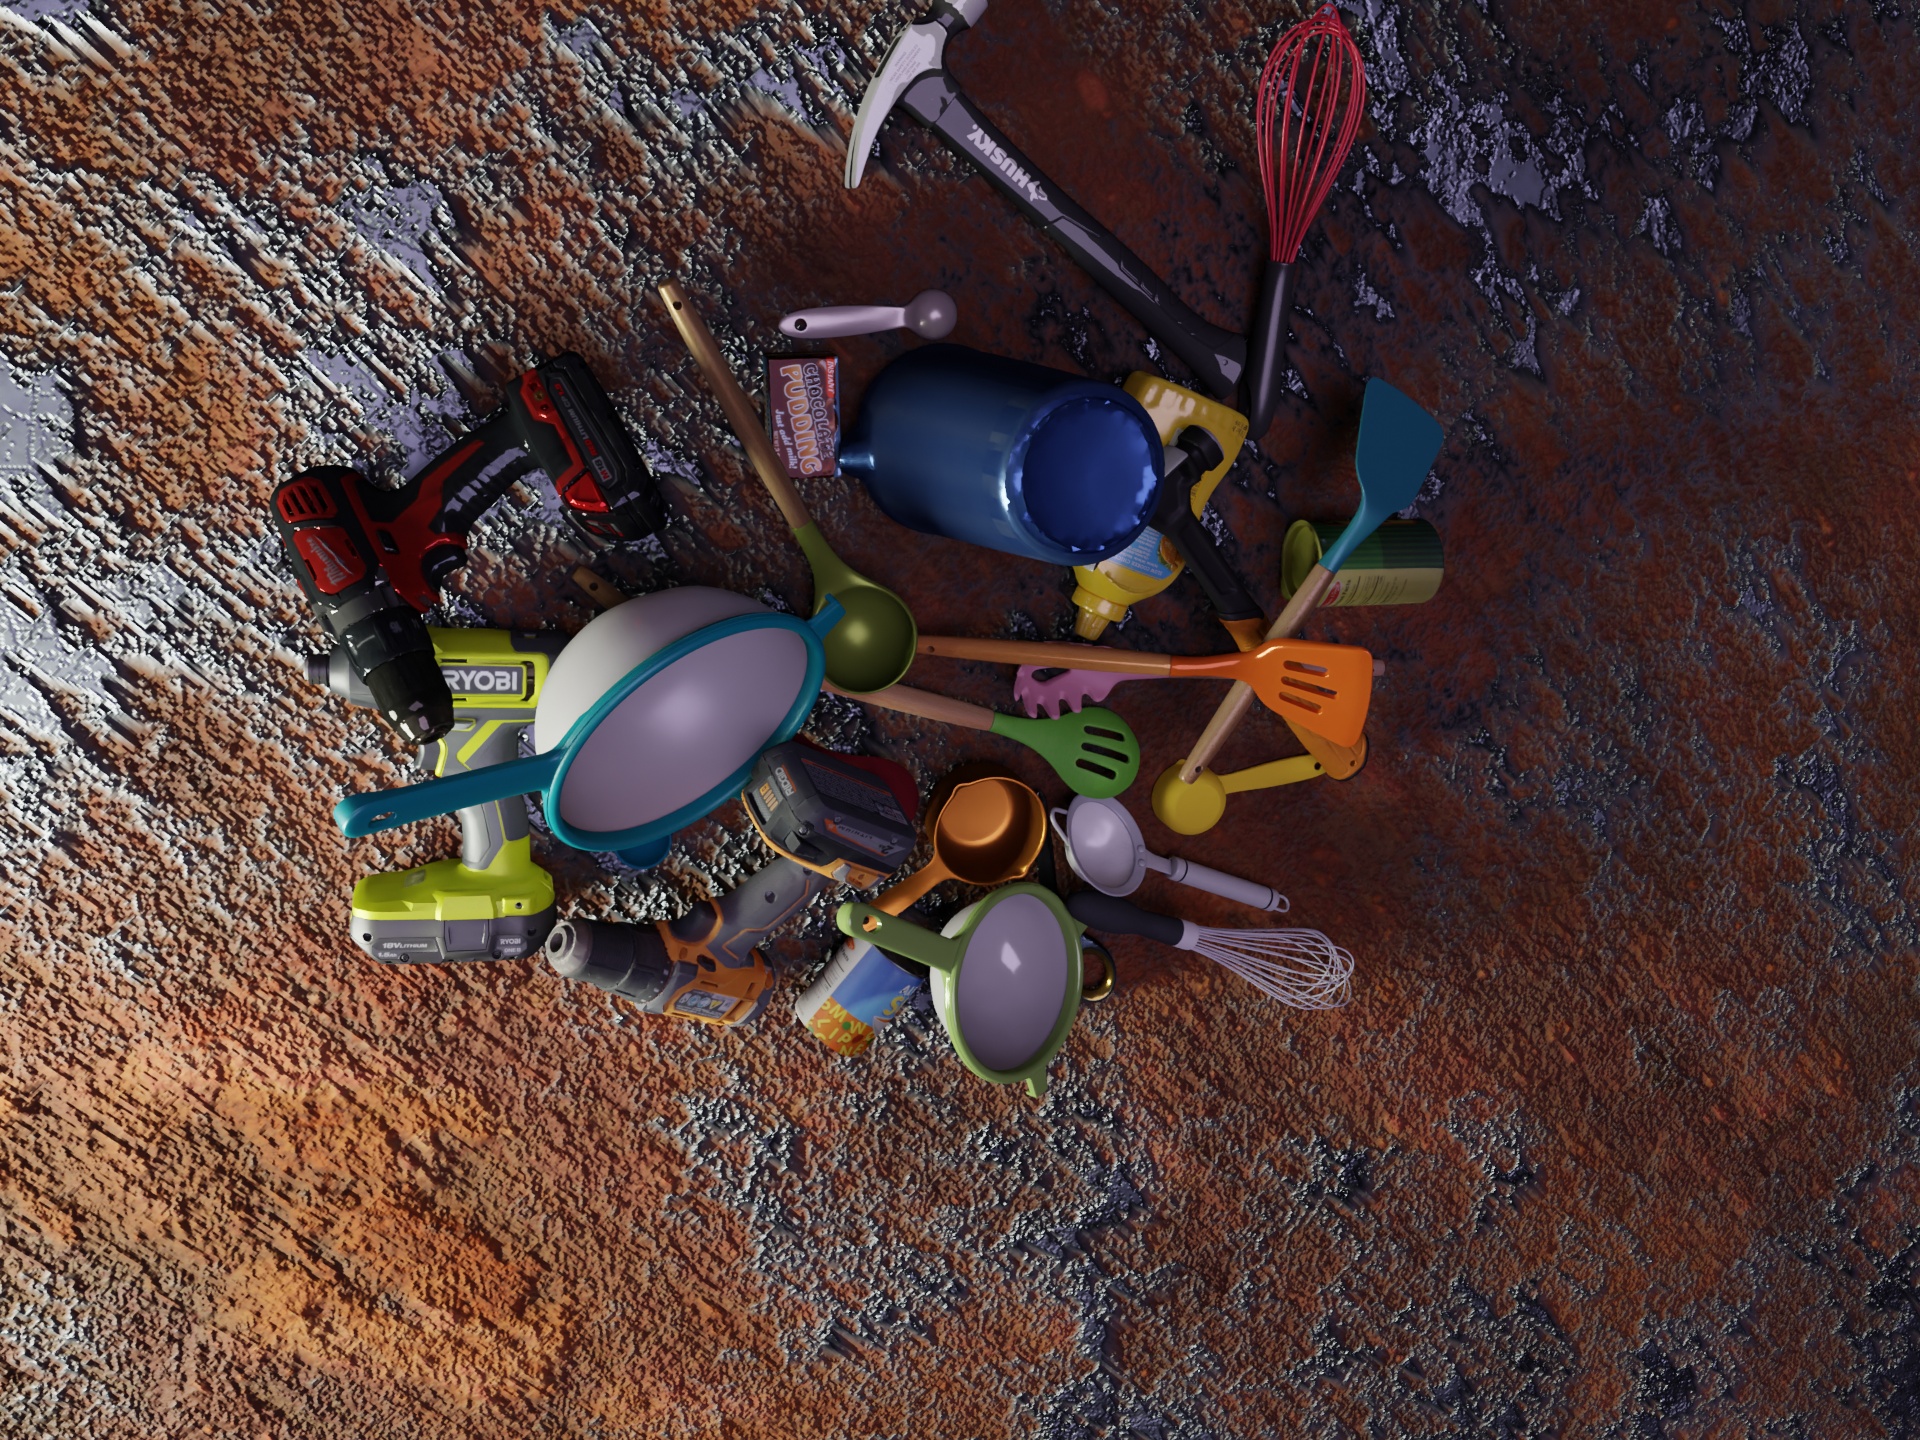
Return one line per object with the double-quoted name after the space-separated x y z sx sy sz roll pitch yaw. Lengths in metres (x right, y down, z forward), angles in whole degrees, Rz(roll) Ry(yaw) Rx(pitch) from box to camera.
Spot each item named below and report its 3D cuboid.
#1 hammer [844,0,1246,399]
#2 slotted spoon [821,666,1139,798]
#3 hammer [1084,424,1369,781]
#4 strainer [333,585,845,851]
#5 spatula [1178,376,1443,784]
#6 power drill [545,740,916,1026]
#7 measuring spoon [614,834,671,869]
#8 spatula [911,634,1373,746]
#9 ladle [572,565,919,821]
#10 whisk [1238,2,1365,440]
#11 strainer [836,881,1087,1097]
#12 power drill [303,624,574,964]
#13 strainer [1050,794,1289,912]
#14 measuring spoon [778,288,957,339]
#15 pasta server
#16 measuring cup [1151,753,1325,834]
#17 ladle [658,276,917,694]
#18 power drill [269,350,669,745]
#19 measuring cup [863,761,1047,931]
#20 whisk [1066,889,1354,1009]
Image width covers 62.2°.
0.072 -0.332 1.086 0.334 0.035 0.146 36 96 -24 "hammer"
-0.002 -0.004 1.182 0.313 0.031 0.070 15 81 -17 "slotted spoon"
0.212 -0.058 1.179 0.127 0.034 0.336 -45 124 -3 "hammer"
-0.243 -0.005 0.998 0.340 0.095 0.211 -16 147 -44 "strainer"
0.245 -0.090 1.149 0.082 0.044 0.317 27 102 -29 "spatula"
-0.163 0.120 1.113 0.226 0.084 0.185 -47 139 16 "power drill"
-0.218 0.044 1.151 0.042 0.021 0.128 17 94 -19 "measuring spoon"
0.124 -0.037 1.126 0.322 0.041 0.081 5 123 5 "spatula"
-0.150 -0.009 1.143 0.315 0.031 0.069 40 96 -22 "ladle"
0.228 -0.341 1.114 0.073 0.073 0.295 -1 114 -15 "whisk"
-0.012 0.177 1.176 0.256 0.069 0.151 29 71 -41 "strainer"
-0.352 0.047 1.081 0.171 0.080 0.223 0 105 -16 "power drill"
0.164 0.118 1.265 0.258 0.087 0.050 19 146 -26 "strainer"
-0.061 -0.271 1.079 0.124 0.018 0.034 -7 111 -12 "measuring spoon"
0.187 -0.037 1.220 0.316 0.040 0.060 -1 117 -16 "pasta server"
0.230 0.053 1.266 0.156 0.029 0.062 -12 112 -10 "measuring cup"
-0.116 -0.147 1.055 0.078 0.062 0.319 -25 126 4 "ladle"
-0.300 -0.108 1.002 0.226 0.080 0.188 -28 82 -4 "power drill"
-0.018 0.099 1.204 0.173 0.052 0.095 -36 114 1 "measuring cup"
0.204 0.179 1.273 0.284 0.070 0.070 18 103 -26 "whisk"
